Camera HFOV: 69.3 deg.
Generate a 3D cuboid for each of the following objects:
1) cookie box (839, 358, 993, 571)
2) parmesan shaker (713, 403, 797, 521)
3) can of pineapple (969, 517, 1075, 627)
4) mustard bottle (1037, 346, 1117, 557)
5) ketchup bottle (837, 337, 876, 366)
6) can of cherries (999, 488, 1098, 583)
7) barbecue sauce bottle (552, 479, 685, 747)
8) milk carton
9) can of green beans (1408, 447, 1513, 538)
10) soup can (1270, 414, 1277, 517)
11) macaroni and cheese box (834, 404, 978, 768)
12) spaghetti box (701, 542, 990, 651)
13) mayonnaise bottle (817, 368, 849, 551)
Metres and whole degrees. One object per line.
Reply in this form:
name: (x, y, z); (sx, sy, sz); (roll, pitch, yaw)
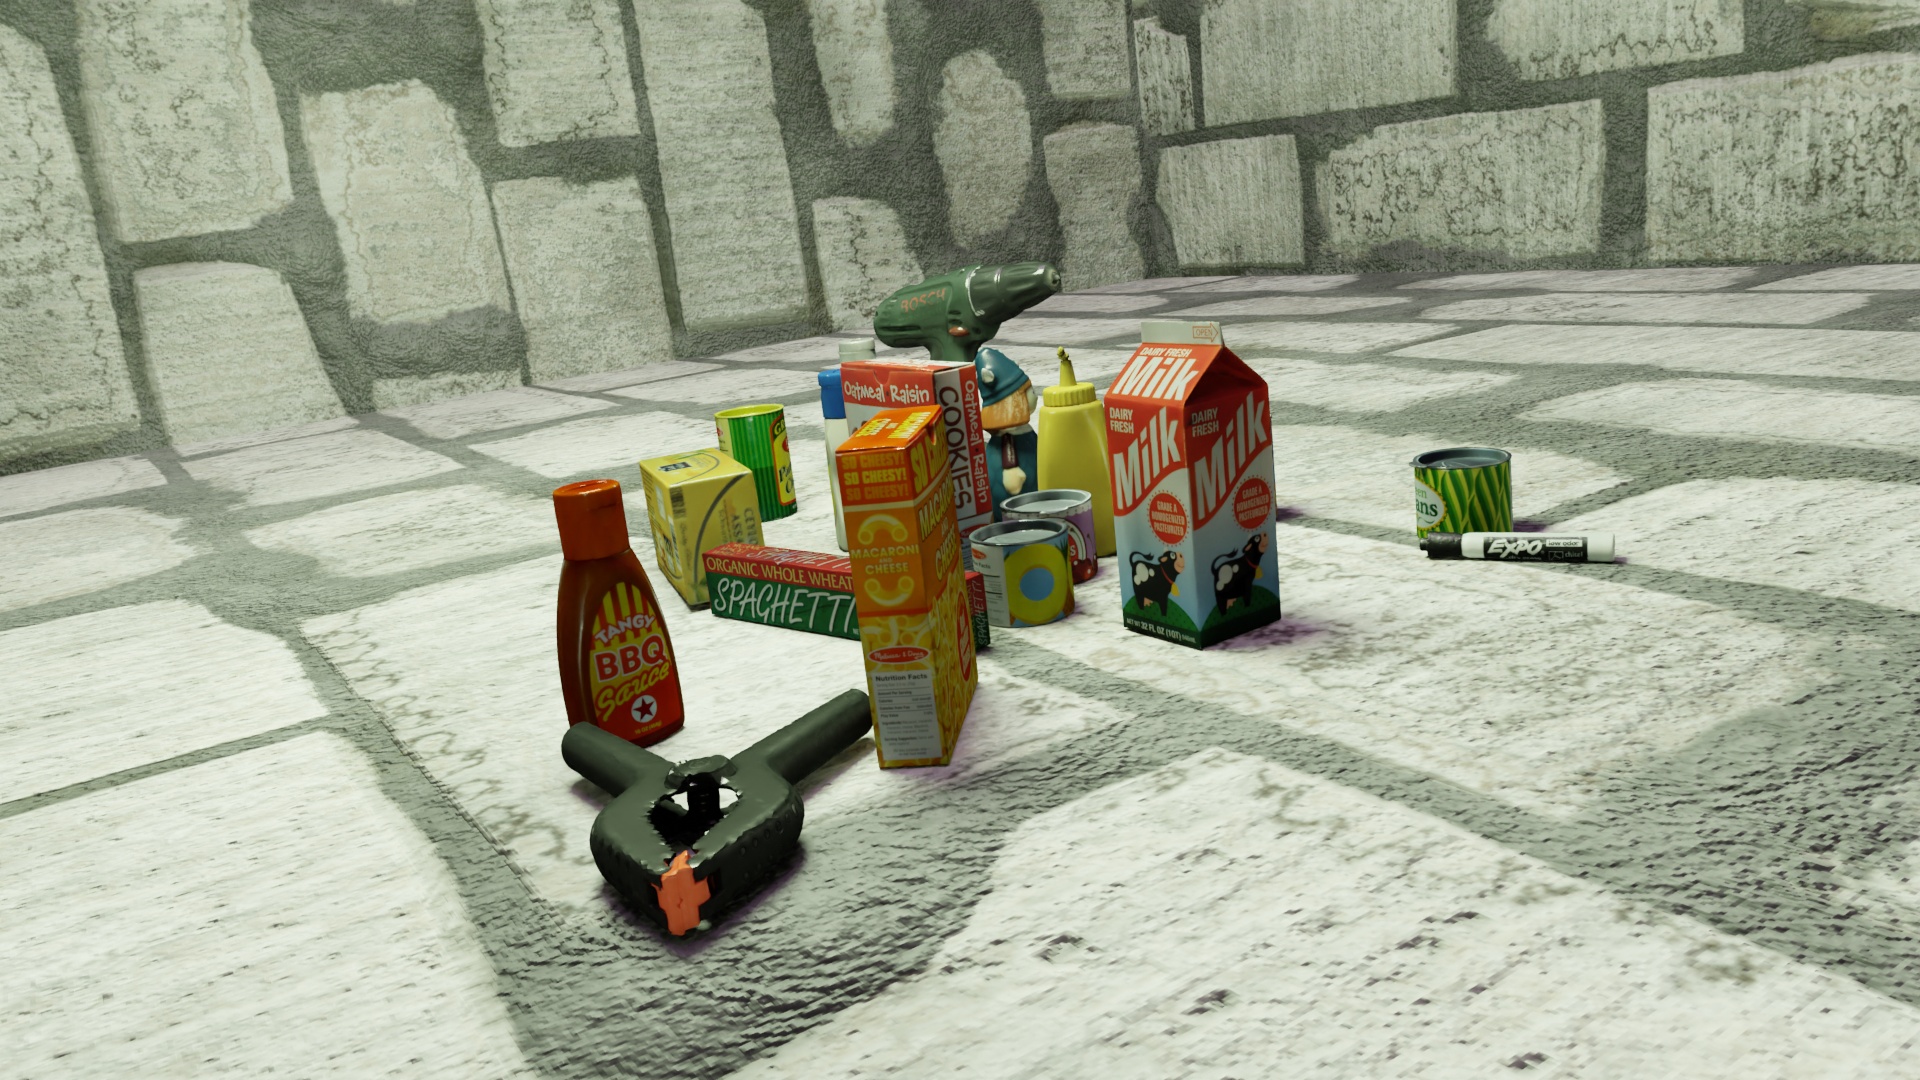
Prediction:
cookie box: (-0.031, -0.046, 1.005); (0.040, 0.167, 0.123); (-16, 16, -34)
parmesan shaker: (-0.194, -0.074, 1.324); (0.071, 0.102, 0.071); (-6, 14, 2)
can of pineapple: (0.044, 0.021, 0.929); (0.071, 0.057, 0.071); (-6, 14, 2)
mustard bottle: (0.088, -0.067, 1.048); (0.065, 0.159, 0.049); (-5, 14, 7)
ketchup bottle: (-0.096, -0.128, 1.398); (0.043, 0.148, 0.065); (-4, 14, 13)
can of cherries: (0.064, -0.001, 1.004); (0.071, 0.058, 0.071); (-6, 14, 2)
barbecue sauce bottle: (-0.196, 0.042, 0.772); (0.065, 0.148, 0.043); (-18, 18, -40)
milk carton: (0.140, -0.039, 0.846); (0.074, 0.190, 0.072); (-16, 16, -32)
can of green beans: (0.358, -0.032, 0.989); (0.071, 0.057, 0.071); (-6, 14, 2)
soup can: (0.215, -0.055, 1.097); (0.071, 0.083, 0.071); (-6, 14, 2)
macaroni and cheese box: (-0.025, 0.020, 0.742); (0.040, 0.166, 0.124); (-5, 14, 9)
spaghetti box: (-0.085, 0.037, 0.940); (0.250, 0.050, 0.029); (6, 18, 41)
mayonnaise bottle: (-0.092, -0.069, 1.164); (0.041, 0.147, 0.065); (-7, 14, -1)
